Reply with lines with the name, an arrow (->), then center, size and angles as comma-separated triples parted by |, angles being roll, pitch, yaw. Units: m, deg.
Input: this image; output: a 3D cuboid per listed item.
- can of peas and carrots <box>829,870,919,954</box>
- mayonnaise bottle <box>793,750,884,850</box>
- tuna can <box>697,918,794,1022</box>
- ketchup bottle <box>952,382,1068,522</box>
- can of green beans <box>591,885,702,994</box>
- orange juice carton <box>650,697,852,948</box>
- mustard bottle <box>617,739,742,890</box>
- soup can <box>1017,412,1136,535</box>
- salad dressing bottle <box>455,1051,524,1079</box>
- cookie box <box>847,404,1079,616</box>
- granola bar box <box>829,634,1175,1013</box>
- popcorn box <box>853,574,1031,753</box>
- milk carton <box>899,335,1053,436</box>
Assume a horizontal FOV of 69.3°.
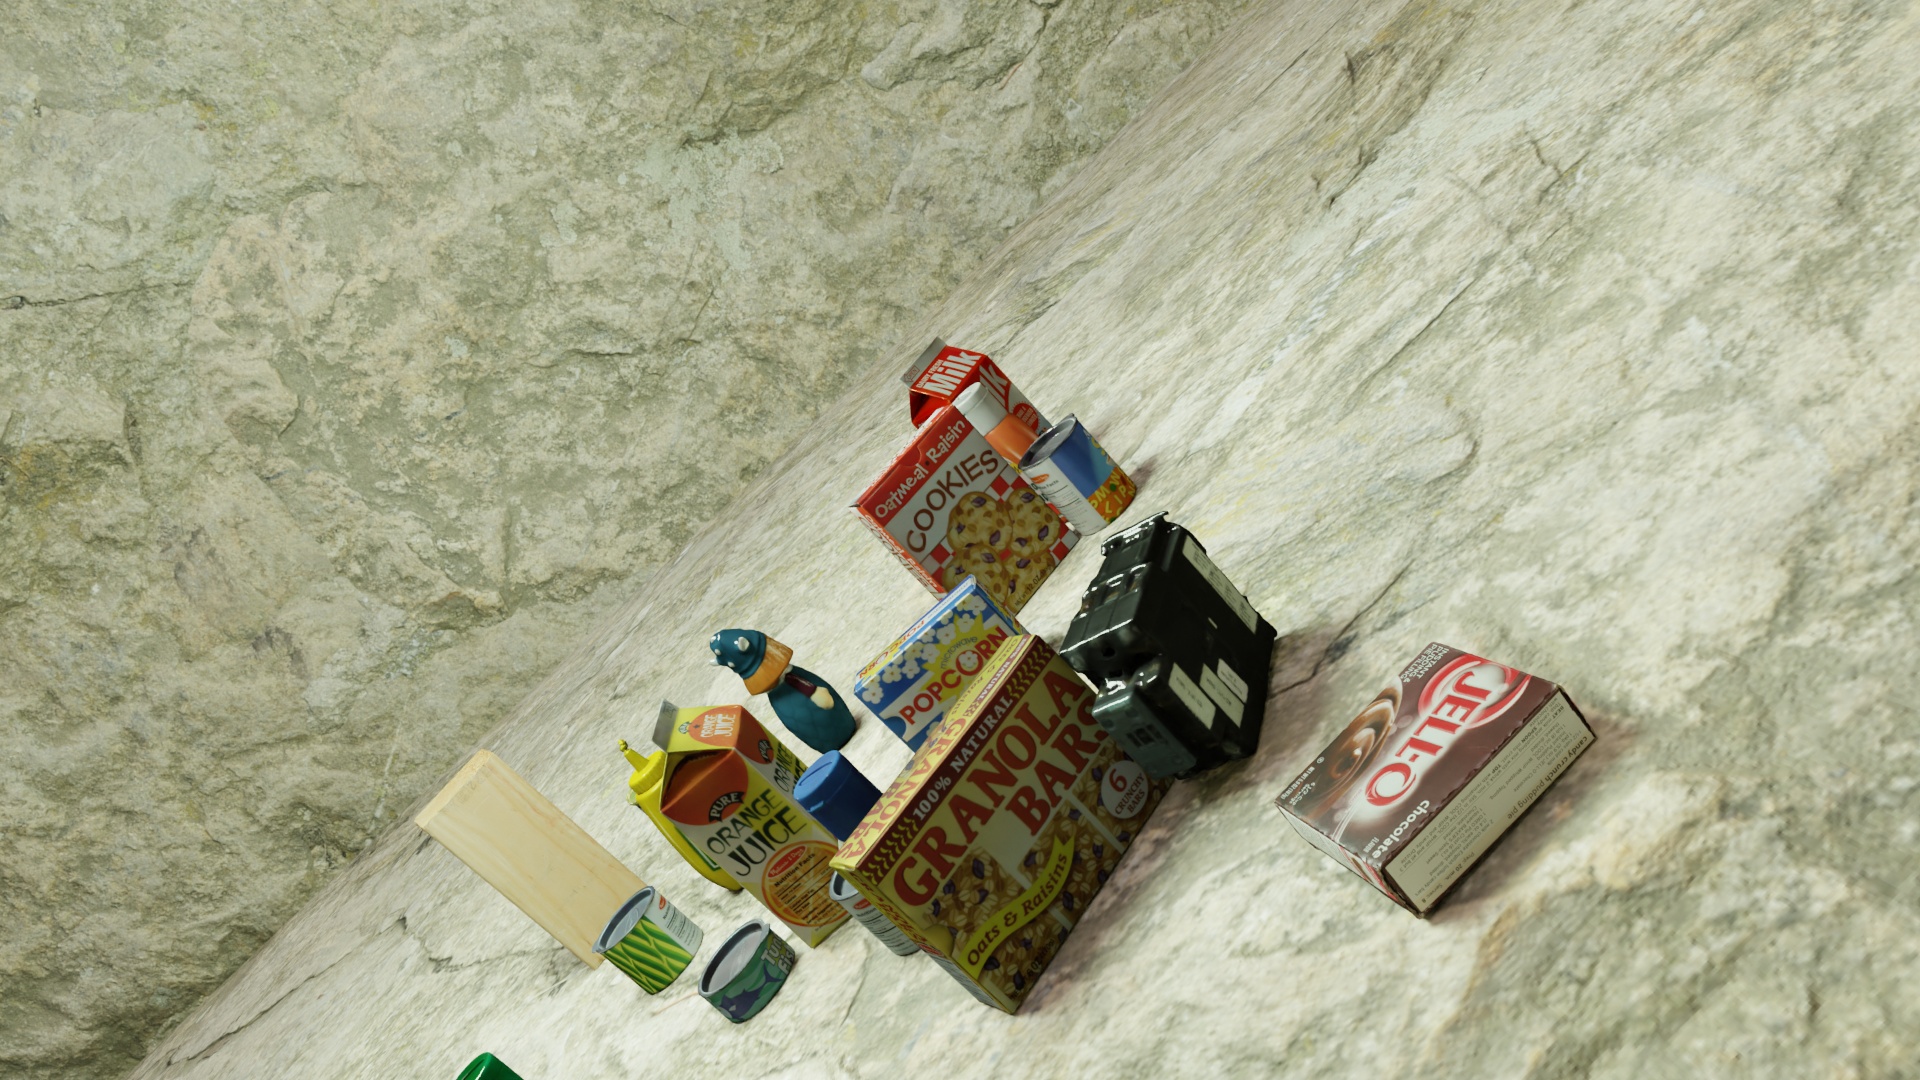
can of peas and carrots -> -0.040, 0.218, 0.886 | 0.071, 0.058, 0.071 | -40, 16, 14
mayonnaise bottle -> -0.031, 0.181, 0.795 | 0.064, 0.148, 0.041 | -35, 17, 29
tuna can -> -0.150, 0.304, 0.987 | 0.071, 0.033, 0.071 | -40, 16, 14
ketchup bottle -> 0.054, -0.080, 1.271 | 0.044, 0.148, 0.064 | -49, 16, -20
can of green beans -> -0.255, 0.328, 1.140 | 0.071, 0.057, 0.071 | -40, 16, 14
orange juice carton -> -0.144, 0.188, 0.977 | 0.073, 0.192, 0.072 | -42, 15, 9
mustard bottle -> -0.229, 0.223, 1.160 | 0.065, 0.160, 0.048 | -49, 16, -19
soup can -> 0.104, -0.058, 1.208 | 0.071, 0.083, 0.071 | -40, 16, 14
salad dressing bottle -> -0.241, 0.366, 0.833 | 0.064, 0.147, 0.044 | -48, 15, -14
cookie box -> 0.004, -0.015, 1.188 | 0.123, 0.167, 0.040 | -49, 16, -18
granola bar box -> 0.027, 0.153, 0.766 | 0.166, 0.124, 0.039 | -50, 16, -23
popcorn box -> -0.008, 0.099, 1.073 | 0.126, 0.085, 0.038 | -41, 15, 8
milk carton -> 0.024, -0.109, 1.343 | 0.073, 0.190, 0.073 | -22, 26, 54
